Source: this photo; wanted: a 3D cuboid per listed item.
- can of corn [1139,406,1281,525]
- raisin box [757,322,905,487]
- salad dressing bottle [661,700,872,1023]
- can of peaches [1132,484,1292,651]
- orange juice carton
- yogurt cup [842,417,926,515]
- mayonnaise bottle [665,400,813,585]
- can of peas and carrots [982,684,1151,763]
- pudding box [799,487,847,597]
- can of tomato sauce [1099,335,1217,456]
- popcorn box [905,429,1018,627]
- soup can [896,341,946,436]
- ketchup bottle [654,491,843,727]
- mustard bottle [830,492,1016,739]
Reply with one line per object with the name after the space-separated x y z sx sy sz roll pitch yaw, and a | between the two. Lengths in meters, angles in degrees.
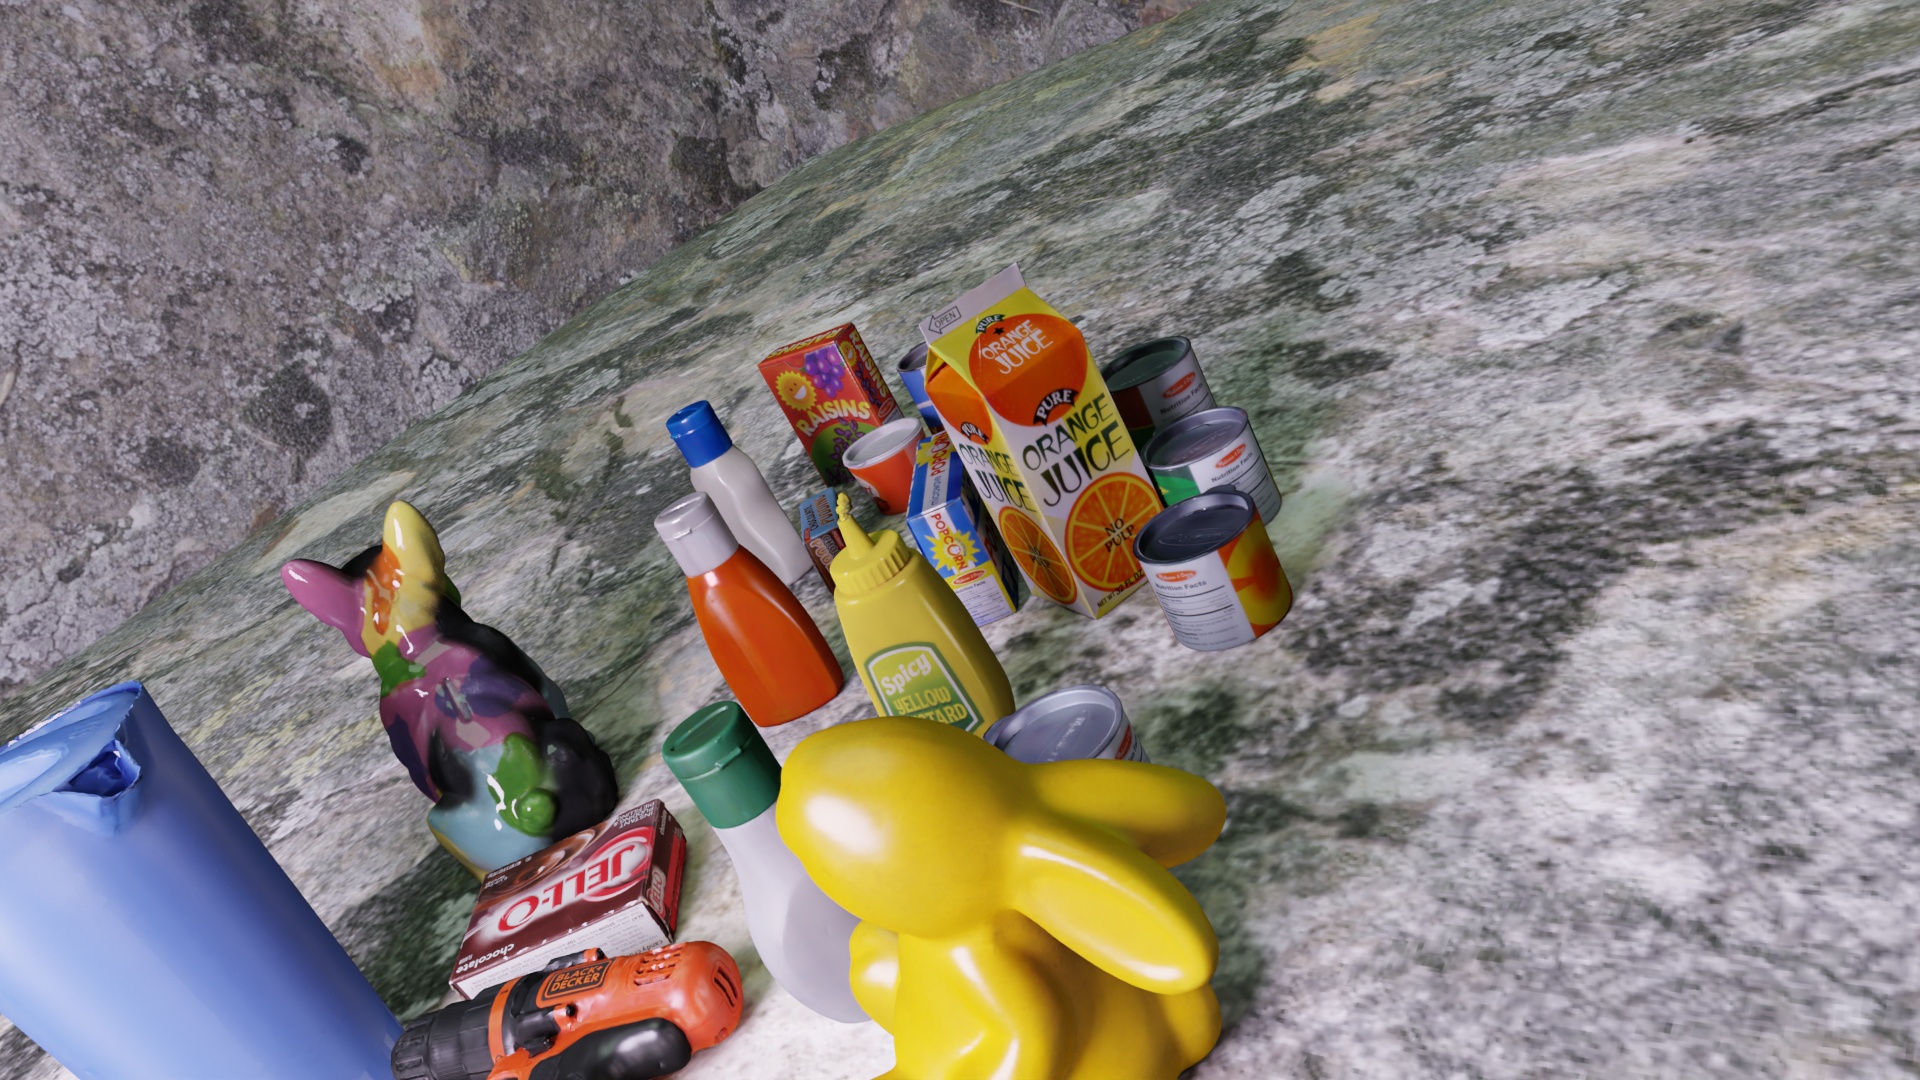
0.145 -0.037 0.809 0.071 0.058 0.071 -24 23 11 | can of corn
-0.102 -0.112 1.164 0.086 0.123 0.040 -13 27 33 | raisin box
-0.070 0.133 0.573 0.064 0.147 0.044 -38 24 -22 | salad dressing bottle
0.132 0.014 0.716 0.071 0.058 0.071 -24 23 11 | can of peaches
0.046 -0.057 0.789 0.072 0.192 0.073 -36 23 -18 | orange juice carton
-0.050 -0.056 1.076 0.072 0.053 0.073 -24 23 11 | yogurt cup
-0.167 -0.034 1.039 0.041 0.147 0.064 -42 26 -31 | mayonnaise bottle
0.050 0.107 0.610 0.071 0.058 0.071 -24 23 11 | can of peas and carrots
-0.093 0.000 1.011 0.030 0.049 0.084 -27 22 3 | pudding box
0.129 -0.078 0.881 0.071 0.083 0.071 -24 23 11 | can of tomato sauce
0.003 -0.011 0.879 0.038 0.085 0.127 -23 23 13 | popcorn box
-0.005 -0.119 1.120 0.071 0.083 0.071 -24 23 11 | soup can
-0.131 0.041 0.838 0.064 0.148 0.044 -24 23 11 | ketchup bottle
-0.027 0.046 0.694 0.065 0.159 0.049 -20 24 20 | mustard bottle
